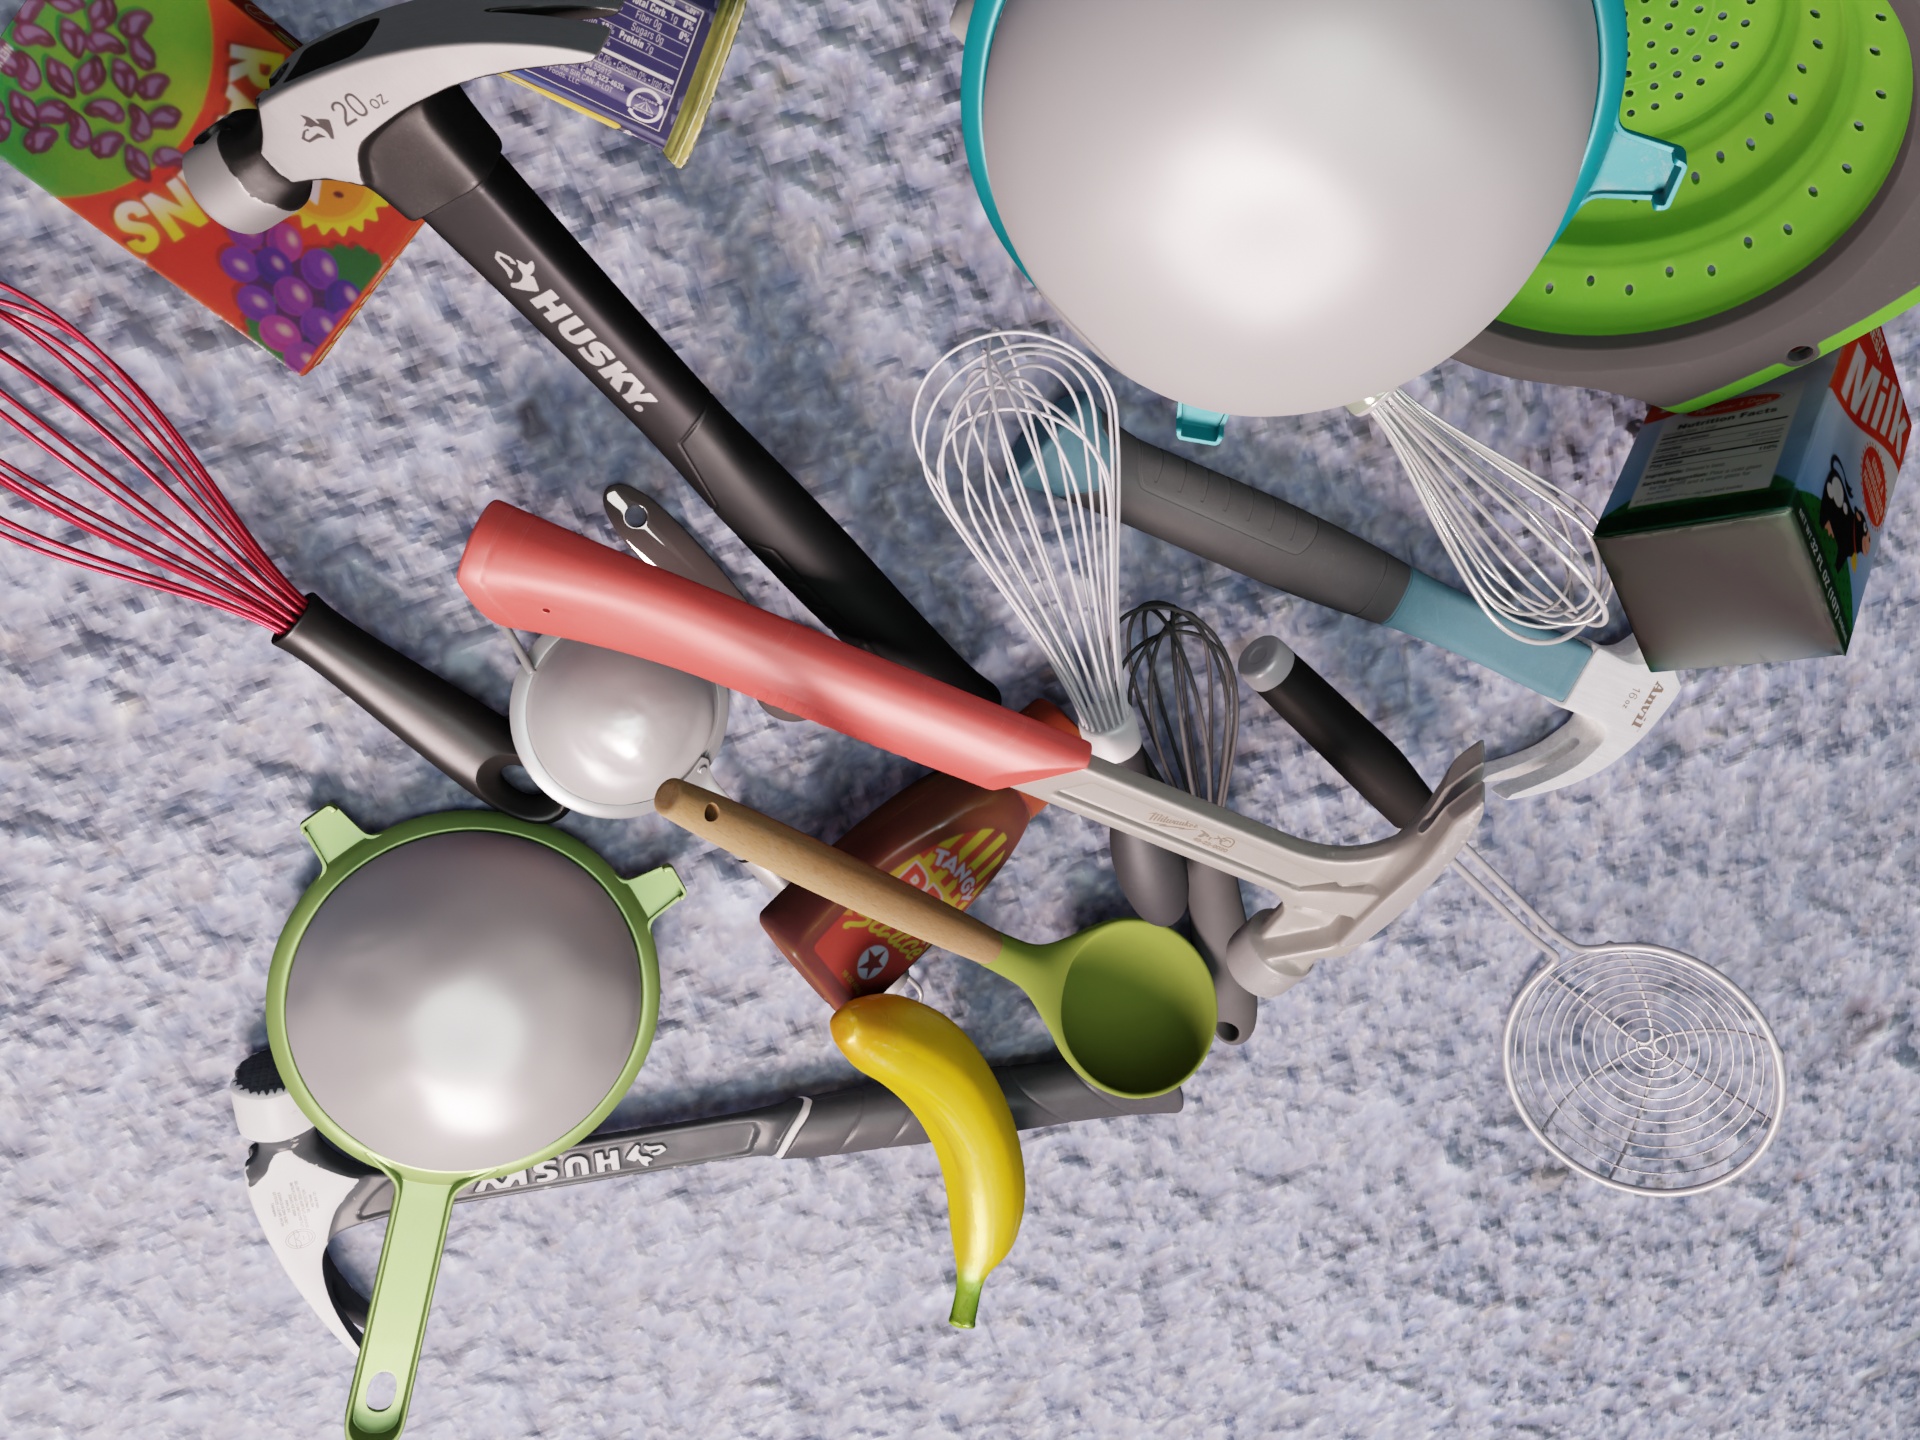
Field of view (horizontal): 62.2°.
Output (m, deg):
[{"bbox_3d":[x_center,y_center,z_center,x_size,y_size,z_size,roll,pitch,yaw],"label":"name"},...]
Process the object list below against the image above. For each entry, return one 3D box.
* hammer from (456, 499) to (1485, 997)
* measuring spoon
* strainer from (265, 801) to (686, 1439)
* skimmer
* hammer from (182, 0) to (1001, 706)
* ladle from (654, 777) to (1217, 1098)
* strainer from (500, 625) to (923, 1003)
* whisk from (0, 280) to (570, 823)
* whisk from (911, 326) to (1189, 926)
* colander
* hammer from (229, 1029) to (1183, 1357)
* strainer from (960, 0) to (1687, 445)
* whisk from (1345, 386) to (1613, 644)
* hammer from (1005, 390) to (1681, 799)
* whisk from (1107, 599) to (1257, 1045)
[{"bbox_3d":[-0.001,-0.002,0.572,0.359,0.037,0.149,22,138,-8],"label":"hammer"},{"bbox_3d":[-0.092,-0.045,0.617,0.034,0.018,0.124,-45,115,-5],"label":"measuring spoon"},{"bbox_3d":[-0.200,0.164,0.609,0.151,0.069,0.256,13,88,-17],"label":"strainer"},{"bbox_3d":[0.241,0.095,0.710,0.127,0.090,0.363,-31,124,31],"label":"skimmer"},{"bbox_3d":[-0.082,-0.095,0.542,0.146,0.035,0.334,-15,138,30],"label":"hammer"},{"bbox_3d":[0.006,0.081,0.608,0.319,0.062,0.078,33,67,-49],"label":"ladle"},{"bbox_3d":[-0.089,0.042,0.645,0.087,0.050,0.258,-48,121,-12],"label":"strainer"},{"bbox_3d":[-0.251,-0.048,0.560,0.073,0.073,0.295,-44,121,6],"label":"whisk"},{"bbox_3d":[0.050,-0.020,0.602,0.070,0.070,0.284,-24,127,-3],"label":"whisk"},{"bbox_3d":[0.172,-0.262,0.527,0.396,0.095,0.204,32,144,-25],"label":"colander"},{"bbox_3d":[-0.095,0.189,0.708,0.409,0.036,0.149,-5,114,-12],"label":"hammer"},{"bbox_3d":[0.058,-0.204,0.460,0.211,0.095,0.340,-25,130,33],"label":"strainer"},{"bbox_3d":[0.167,-0.121,0.617,0.246,0.059,0.058,44,91,-10],"label":"whisk"},{"bbox_3d":[0.172,-0.060,0.672,0.330,0.033,0.128,20,105,-20],"label":"hammer"},{"bbox_3d":[0.104,0.052,0.696,0.055,0.055,0.238,-18,120,-6],"label":"whisk"}]
